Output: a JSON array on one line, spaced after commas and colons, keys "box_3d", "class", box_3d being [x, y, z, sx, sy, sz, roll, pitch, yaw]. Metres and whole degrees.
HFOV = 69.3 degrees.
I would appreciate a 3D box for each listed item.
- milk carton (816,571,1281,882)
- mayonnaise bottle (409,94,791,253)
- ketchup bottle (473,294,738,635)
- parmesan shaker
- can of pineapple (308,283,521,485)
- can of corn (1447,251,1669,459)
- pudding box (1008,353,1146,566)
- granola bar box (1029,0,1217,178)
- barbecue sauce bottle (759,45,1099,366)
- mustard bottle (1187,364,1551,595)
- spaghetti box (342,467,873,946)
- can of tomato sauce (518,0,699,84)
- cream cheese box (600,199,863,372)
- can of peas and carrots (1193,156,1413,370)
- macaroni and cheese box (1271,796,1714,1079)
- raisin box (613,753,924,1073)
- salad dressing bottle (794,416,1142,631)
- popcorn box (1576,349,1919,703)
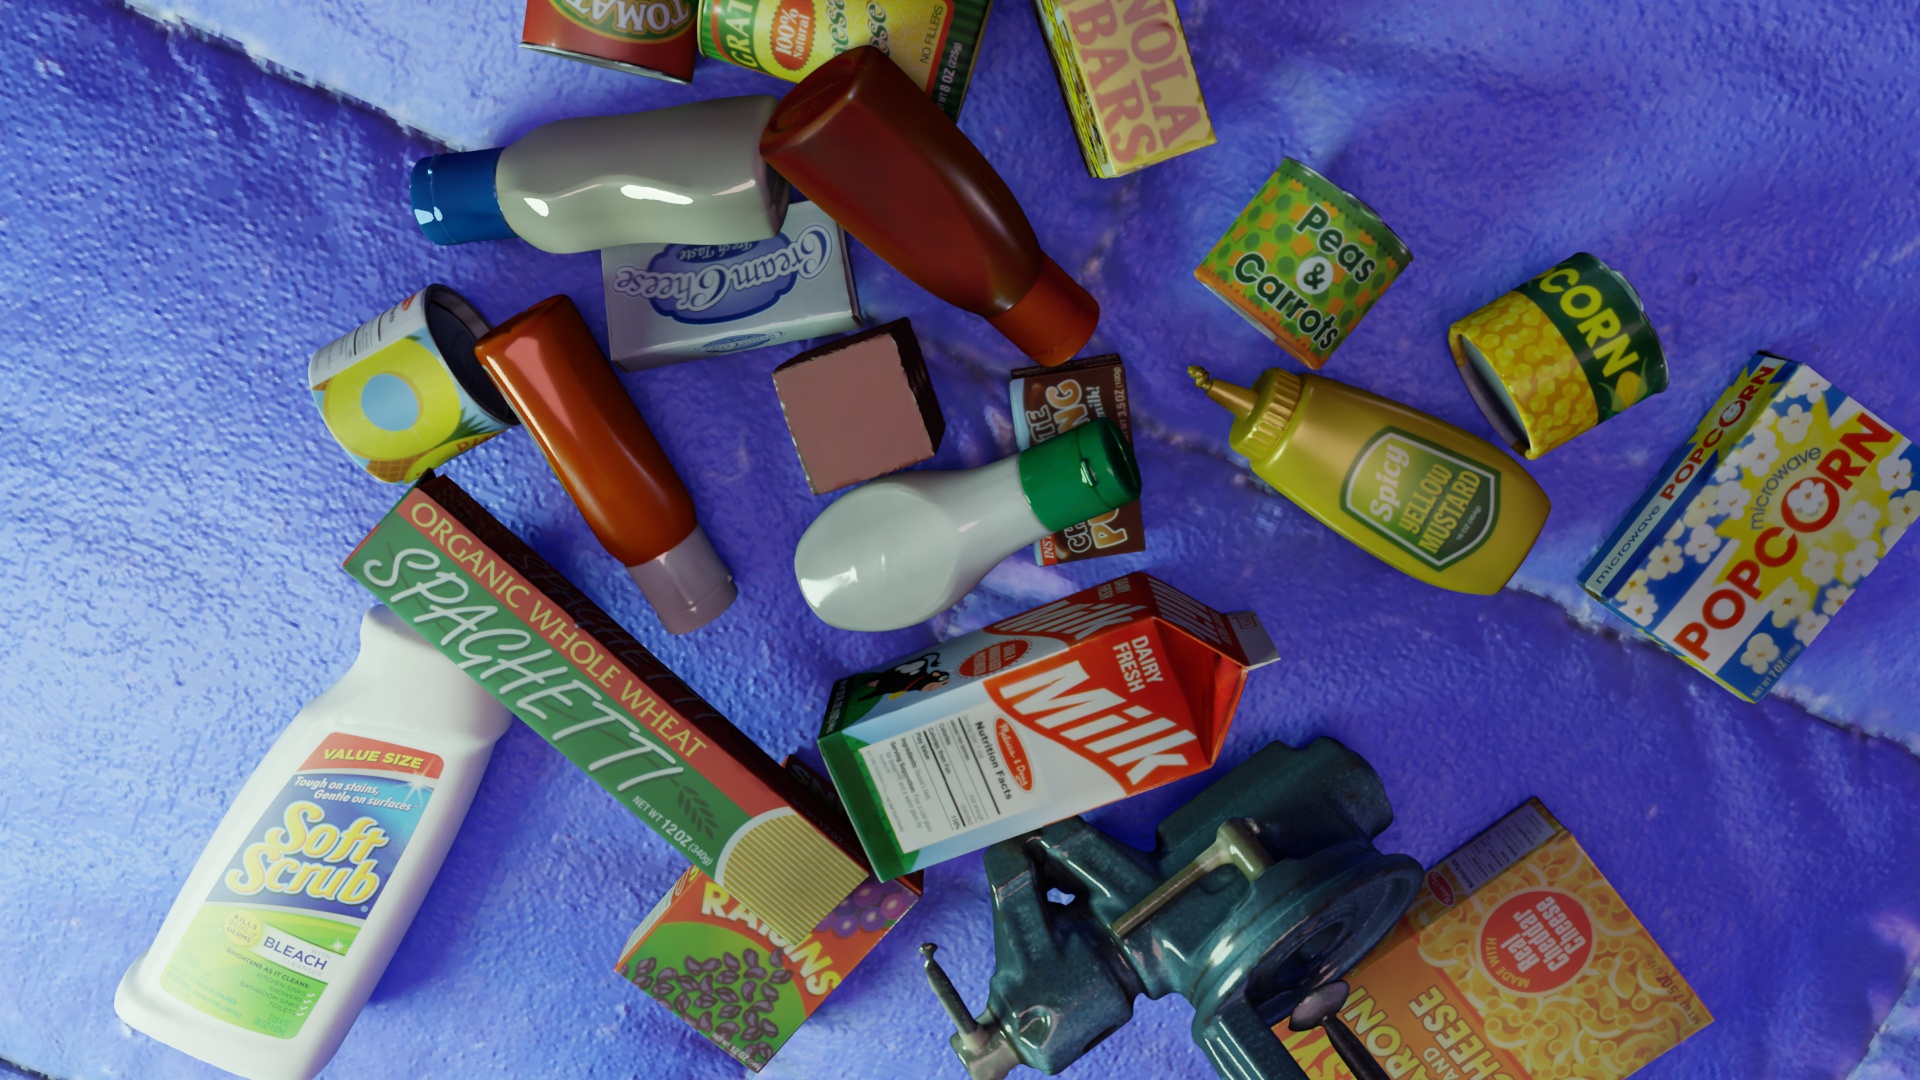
[{"box_3d": [0.042, 0.072, 0.602, 0.190, 0.072, 0.073, -21, 103, 7], "class": "milk carton"}, {"box_3d": [-0.144, -0.144, 0.559, 0.148, 0.065, 0.041, -4, 142, 8], "class": "mayonnaise bottle"}, {"box_3d": [-0.146, -0.029, 0.587, 0.043, 0.065, 0.148, -29, 110, 0], "class": "ketchup bottle"}, {"box_3d": [-0.042, -0.207, 0.536, 0.103, 0.071, 0.071, 16, 104, -3], "class": "parmesan shaker"}, {"box_3d": [-0.223, -0.062, 0.576, 0.058, 0.071, 0.071, -27, 102, 8], "class": "can of pineapple"}, {"box_3d": [0.241, -0.075, 0.565, 0.058, 0.071, 0.071, -30, 102, 8], "class": "can of corn"}, {"box_3d": [0.050, -0.035, 0.597, 0.050, 0.030, 0.083, -8, 103, 4], "class": "pudding box"}, {"box_3d": [0.042, -0.216, 0.505, 0.039, 0.124, 0.165, -19, 103, 6], "class": "granola bar box"}, {"box_3d": [-0.005, -0.124, 0.544, 0.148, 0.064, 0.044, 37, 58, -32], "class": "barbecue sauce bottle"}, {"box_3d": [0.166, -0.033, 0.586, 0.160, 0.049, 0.065, 25, 101, -5], "class": "mustard bottle"}, {"box_3d": [-0.143, 0.072, 0.582, 0.250, 0.029, 0.050, 43, 99, -10], "class": "spaghetti box"}, {"box_3d": [-0.130, -0.224, 0.533, 0.071, 0.071, 0.083, 12, 103, -2], "class": "can of tomato sauce"}, {"box_3d": [-0.096, -0.106, 0.576, 0.104, 0.024, 0.053, -10, 80, 3], "class": "cream cheese box"}, {"box_3d": [0.137, -0.110, 0.557, 0.071, 0.071, 0.058, 37, 102, -8], "class": "can of peas and carrots"}, {"box_3d": [0.242, 0.219, 0.651, 0.166, 0.040, 0.123, -38, 100, 9], "class": "macaroni and cheese box"}, {"box_3d": [-0.087, 0.173, 0.645, 0.086, 0.040, 0.123, 40, 100, -7], "class": "raisin box"}, {"box_3d": [0.002, -0.007, 0.576, 0.147, 0.044, 0.064, -22, 92, 24], "class": "salad dressing bottle"}, {"box_3d": [0.342, -0.005, 0.596, 0.085, 0.038, 0.126, 33, 102, -6], "class": "popcorn box"}]
